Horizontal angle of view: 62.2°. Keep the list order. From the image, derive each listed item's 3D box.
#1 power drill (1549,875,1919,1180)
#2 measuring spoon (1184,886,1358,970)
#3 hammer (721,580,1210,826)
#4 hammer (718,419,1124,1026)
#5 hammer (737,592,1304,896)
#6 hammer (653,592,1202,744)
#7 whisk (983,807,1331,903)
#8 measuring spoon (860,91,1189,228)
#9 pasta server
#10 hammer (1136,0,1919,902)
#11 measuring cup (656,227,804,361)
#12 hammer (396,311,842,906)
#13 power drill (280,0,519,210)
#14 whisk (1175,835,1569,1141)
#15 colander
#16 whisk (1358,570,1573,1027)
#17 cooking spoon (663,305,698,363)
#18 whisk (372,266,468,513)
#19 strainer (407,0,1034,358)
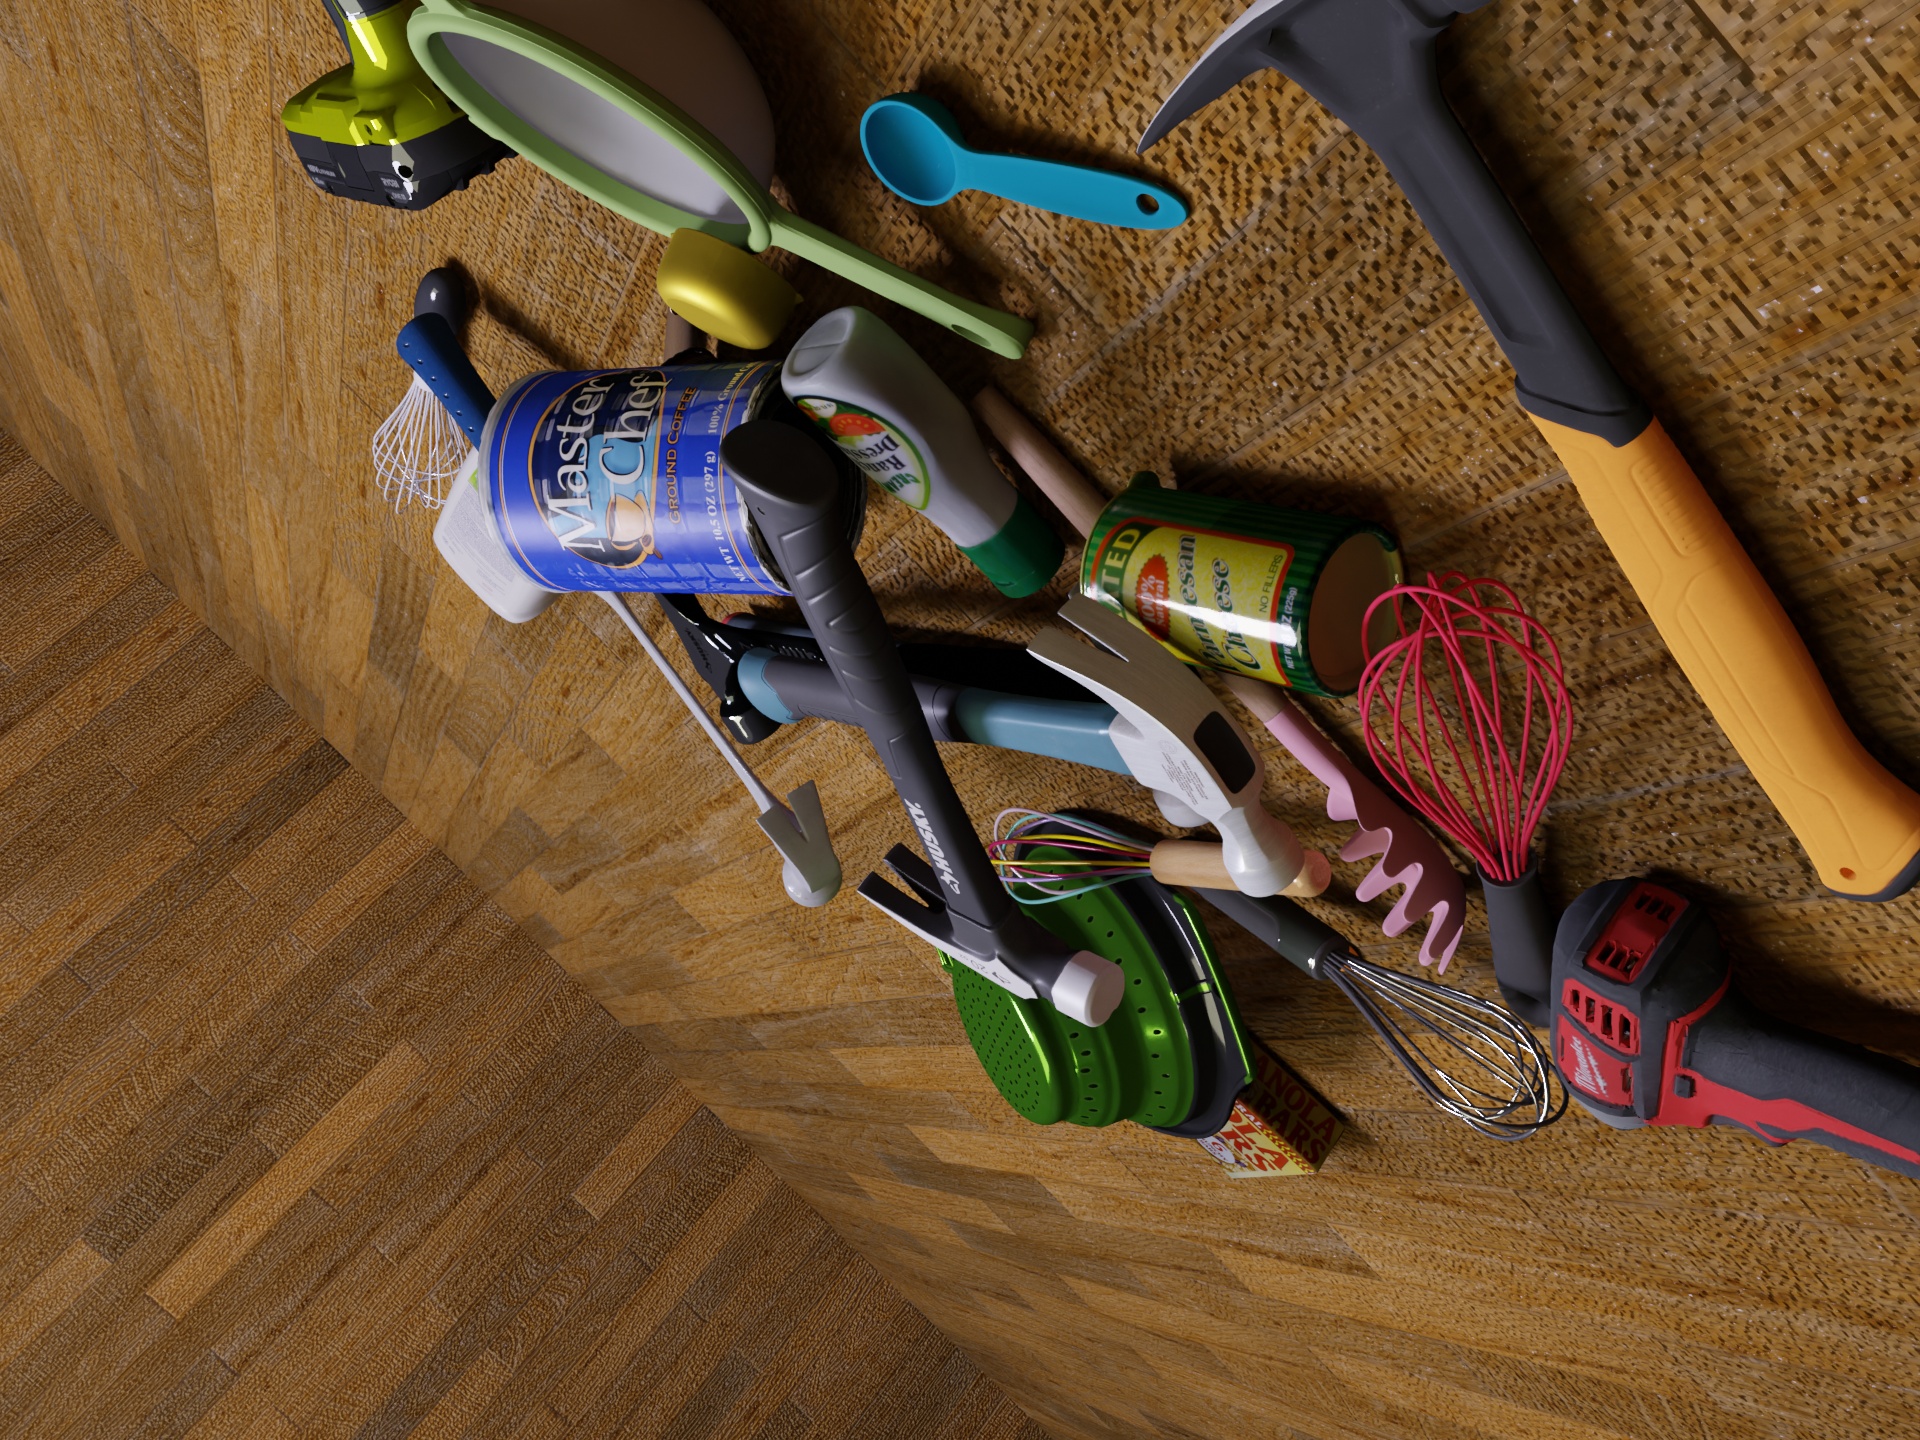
[{"bbox_3d":[0.326,0.154,0.592,0.220,0.078,0.143,28,152,36],"label":"power drill"},{"bbox_3d":[0.159,0.106,0.845,0.117,0.011,0.021,24,150,36],"label":"measuring spoon"},{"bbox_3d":[-0.027,-0.038,0.861,0.386,0.038,0.143,13,141,49],"label":"hammer"},{"bbox_3d":[-0.028,0.009,0.688,0.146,0.035,0.334,22,150,37],"label":"hammer"},{"bbox_3d":[-0.001,-0.002,0.712,0.331,0.033,0.128,9,140,51],"label":"hammer"},{"bbox_3d":[-0.036,-0.032,0.802,0.409,0.036,0.149,10,136,50],"label":"hammer"},{"bbox_3d":[0.085,0.071,0.788,0.047,0.051,0.245,19,169,-32],"label":"whisk"},{"bbox_3d":[0.024,-0.194,0.554,0.129,0.021,0.042,21,150,23],"label":"measuring spoon"},{"bbox_3d":[0.111,-0.018,0.679,0.316,0.040,0.060,46,178,-5],"label":"pasta server"},{"bbox_3d":[0.189,-0.073,0.470,0.336,0.034,0.127,50,155,-16],"label":"hammer"},{"bbox_3d":[-0.097,-0.170,0.702,0.062,0.029,0.156,26,175,2],"label":"measuring cup"},{"bbox_3d":[-0.194,-0.072,0.887,0.406,0.035,0.144,52,167,12],"label":"hammer"},{"bbox_3d":[-0.300,-0.355,0.708,0.191,0.080,0.228,22,146,38],"label":"power drill"},{"bbox_3d":[0.179,0.117,0.750,0.247,0.059,0.057,36,134,48],"label":"whisk"},{"bbox_3d":[0.030,0.169,0.984,0.397,0.094,0.204,-12,100,68],"label":"colander"},{"bbox_3d":[0.208,0.044,0.616,0.073,0.073,0.295,22,156,39],"label":"whisk"},{"bbox_3d":[-0.163,-0.152,0.904,0.069,0.017,0.318,44,157,6],"label":"cooking spoon"},{"bbox_3d":[-0.351,-0.214,1.054,0.070,0.070,0.284,44,151,-3],"label":"whisk"},{"bbox_3d":[-0.078,-0.223,0.610,0.256,0.069,0.151,25,177,-6],"label":"strainer"}]
